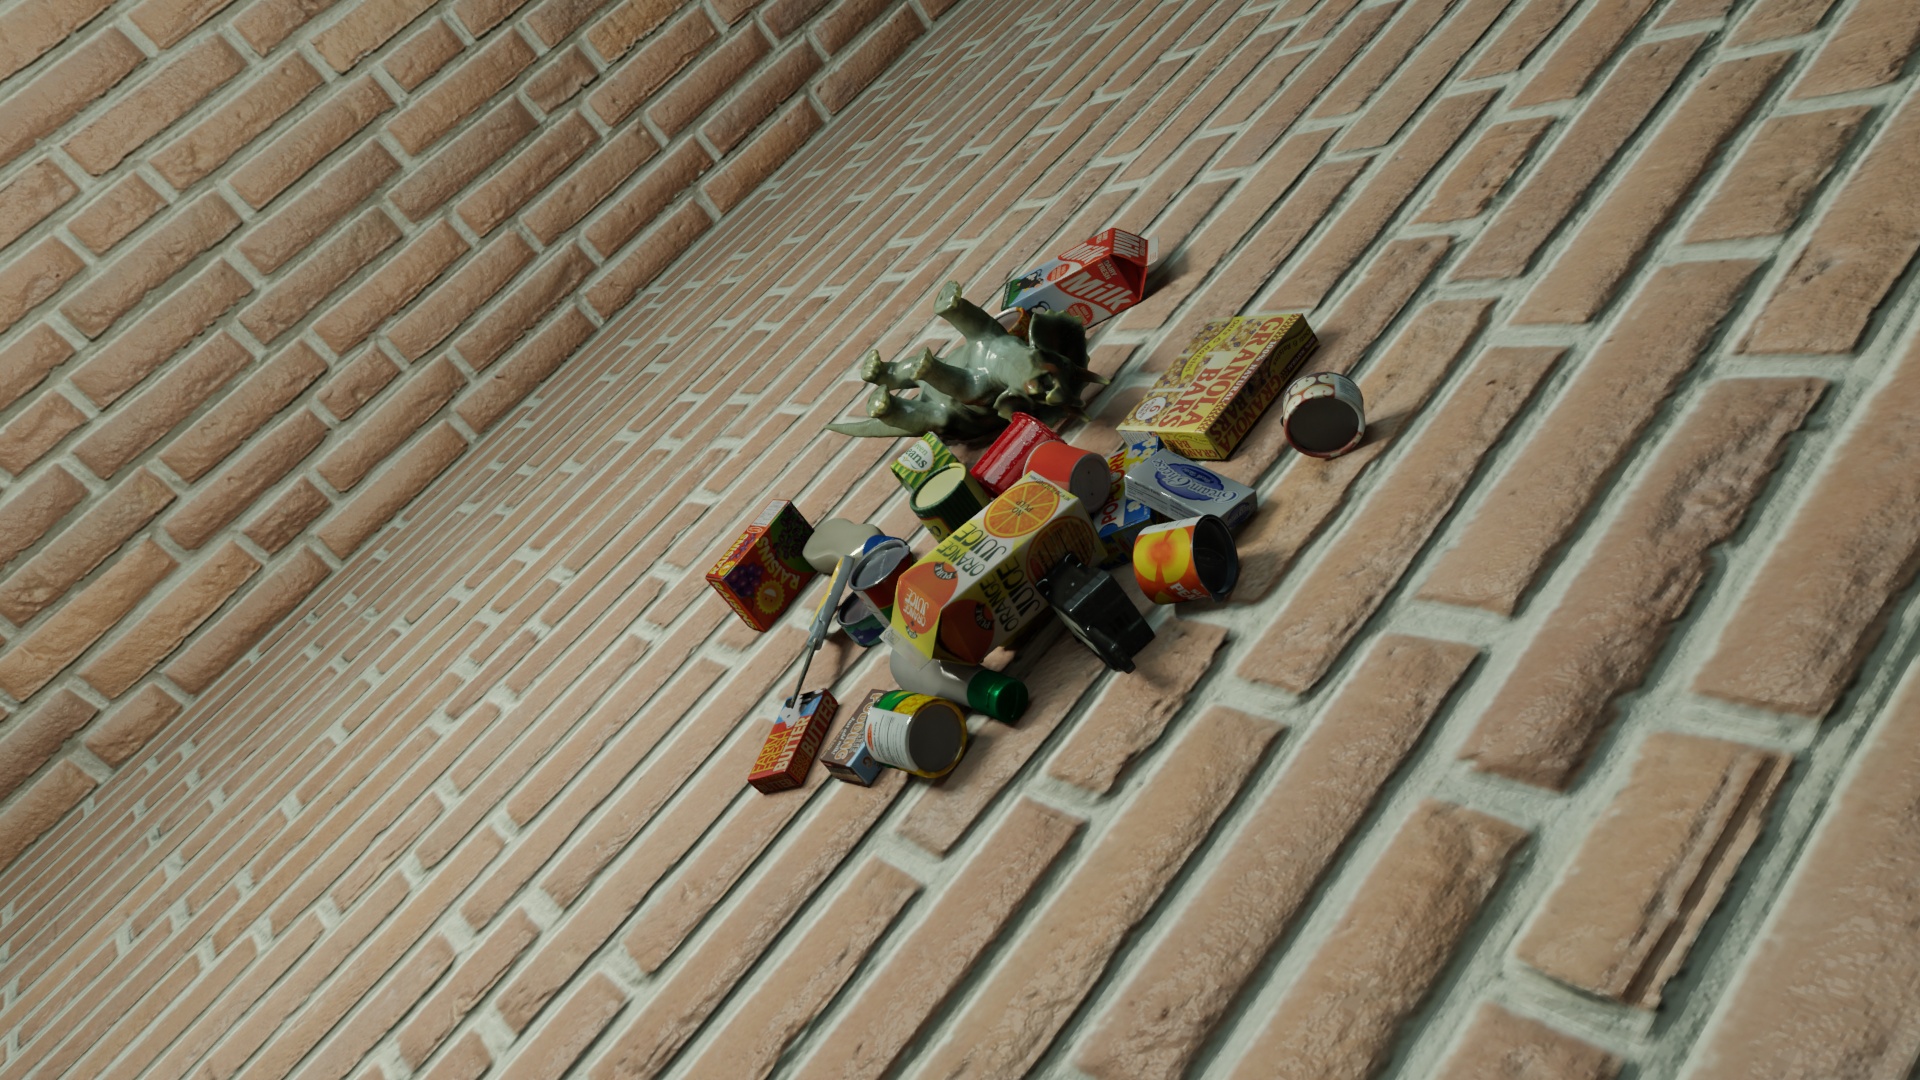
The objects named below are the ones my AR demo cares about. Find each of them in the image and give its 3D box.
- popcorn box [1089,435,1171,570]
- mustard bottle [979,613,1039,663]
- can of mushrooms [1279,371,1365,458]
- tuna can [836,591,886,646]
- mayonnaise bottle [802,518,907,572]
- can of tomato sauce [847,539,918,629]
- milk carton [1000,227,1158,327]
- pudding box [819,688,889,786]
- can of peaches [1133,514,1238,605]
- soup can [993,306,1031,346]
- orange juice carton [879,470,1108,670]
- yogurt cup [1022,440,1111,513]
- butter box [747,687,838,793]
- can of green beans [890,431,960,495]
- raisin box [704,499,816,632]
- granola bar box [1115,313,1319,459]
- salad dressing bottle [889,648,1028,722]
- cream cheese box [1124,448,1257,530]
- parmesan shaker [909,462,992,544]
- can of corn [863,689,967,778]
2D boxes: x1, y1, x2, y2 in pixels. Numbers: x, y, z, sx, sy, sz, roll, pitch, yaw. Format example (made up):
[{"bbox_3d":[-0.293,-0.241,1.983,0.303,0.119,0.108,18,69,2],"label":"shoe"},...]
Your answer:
[{"bbox_3d":[0.147,-0.032,1.253,0.085,0.038,0.127,-22,31,27],"label":"popcorn box"},{"bbox_3d":[0.049,0.045,1.237,0.065,0.048,0.161,-14,35,43],"label":"mustard bottle"},{"bbox_3d":[0.298,-0.102,1.148,0.071,0.071,0.034,-24,31,26],"label":"can of mushrooms"},{"bbox_3d":[-0.085,0.070,1.378,0.071,0.032,0.071,-29,28,17],"label":"tuna can"},{"bbox_3d":[-0.110,0.010,1.496,0.148,0.041,0.065,8,53,53],"label":"mayonnaise bottle"},{"bbox_3d":[-0.054,0.050,1.317,0.071,0.083,0.071,-29,28,17],"label":"can of tomato sauce"},{"bbox_3d":[0.148,-0.300,1.630,0.190,0.073,0.073,-24,30,24],"label":"milk carton"},{"bbox_3d":[-0.079,0.172,1.216,0.049,0.030,0.084,2,47,50],"label":"pudding box"},{"bbox_3d":[0.179,0.018,1.106,0.058,0.071,0.071,-12,37,41],"label":"can of peaches"},{"bbox_3d":[0.067,-0.212,1.579,0.071,0.083,0.072,-29,29,18],"label":"soup can"},{"bbox_3d":[0.022,0.034,1.163,0.193,0.072,0.072,-39,37,-13],"label":"orange juice carton"},{"bbox_3d":[0.097,-0.053,1.233,0.054,0.072,0.073,11,54,47],"label":"yogurt cup"},{"bbox_3d":[-0.155,0.186,1.292,0.053,0.024,0.104,-19,32,34],"label":"butter box"},{"bbox_3d":[-0.034,-0.075,1.506,0.058,0.071,0.071,-41,27,-6],"label":"can of green beans"},{"bbox_3d":[-0.211,0.027,1.539,0.040,0.086,0.124,6,50,48],"label":"raisin box"},{"bbox_3d":[0.242,-0.145,1.312,0.166,0.039,0.124,-49,28,-21],"label":"granola bar box"},{"bbox_3d":[-0.002,0.118,1.183,0.148,0.044,0.064,17,102,51],"label":"salad dressing bottle"},{"bbox_3d":[0.194,-0.040,1.174,0.053,0.024,0.104,-34,44,-27],"label":"cream cheese box"},{"bbox_3d":[0.005,-0.017,1.327,0.071,0.103,0.072,-29,28,17],"label":"parmesan shaker"},{"bbox_3d":[-0.035,0.158,1.147,0.058,0.071,0.071,2,47,51],"label":"can of corn"}]
